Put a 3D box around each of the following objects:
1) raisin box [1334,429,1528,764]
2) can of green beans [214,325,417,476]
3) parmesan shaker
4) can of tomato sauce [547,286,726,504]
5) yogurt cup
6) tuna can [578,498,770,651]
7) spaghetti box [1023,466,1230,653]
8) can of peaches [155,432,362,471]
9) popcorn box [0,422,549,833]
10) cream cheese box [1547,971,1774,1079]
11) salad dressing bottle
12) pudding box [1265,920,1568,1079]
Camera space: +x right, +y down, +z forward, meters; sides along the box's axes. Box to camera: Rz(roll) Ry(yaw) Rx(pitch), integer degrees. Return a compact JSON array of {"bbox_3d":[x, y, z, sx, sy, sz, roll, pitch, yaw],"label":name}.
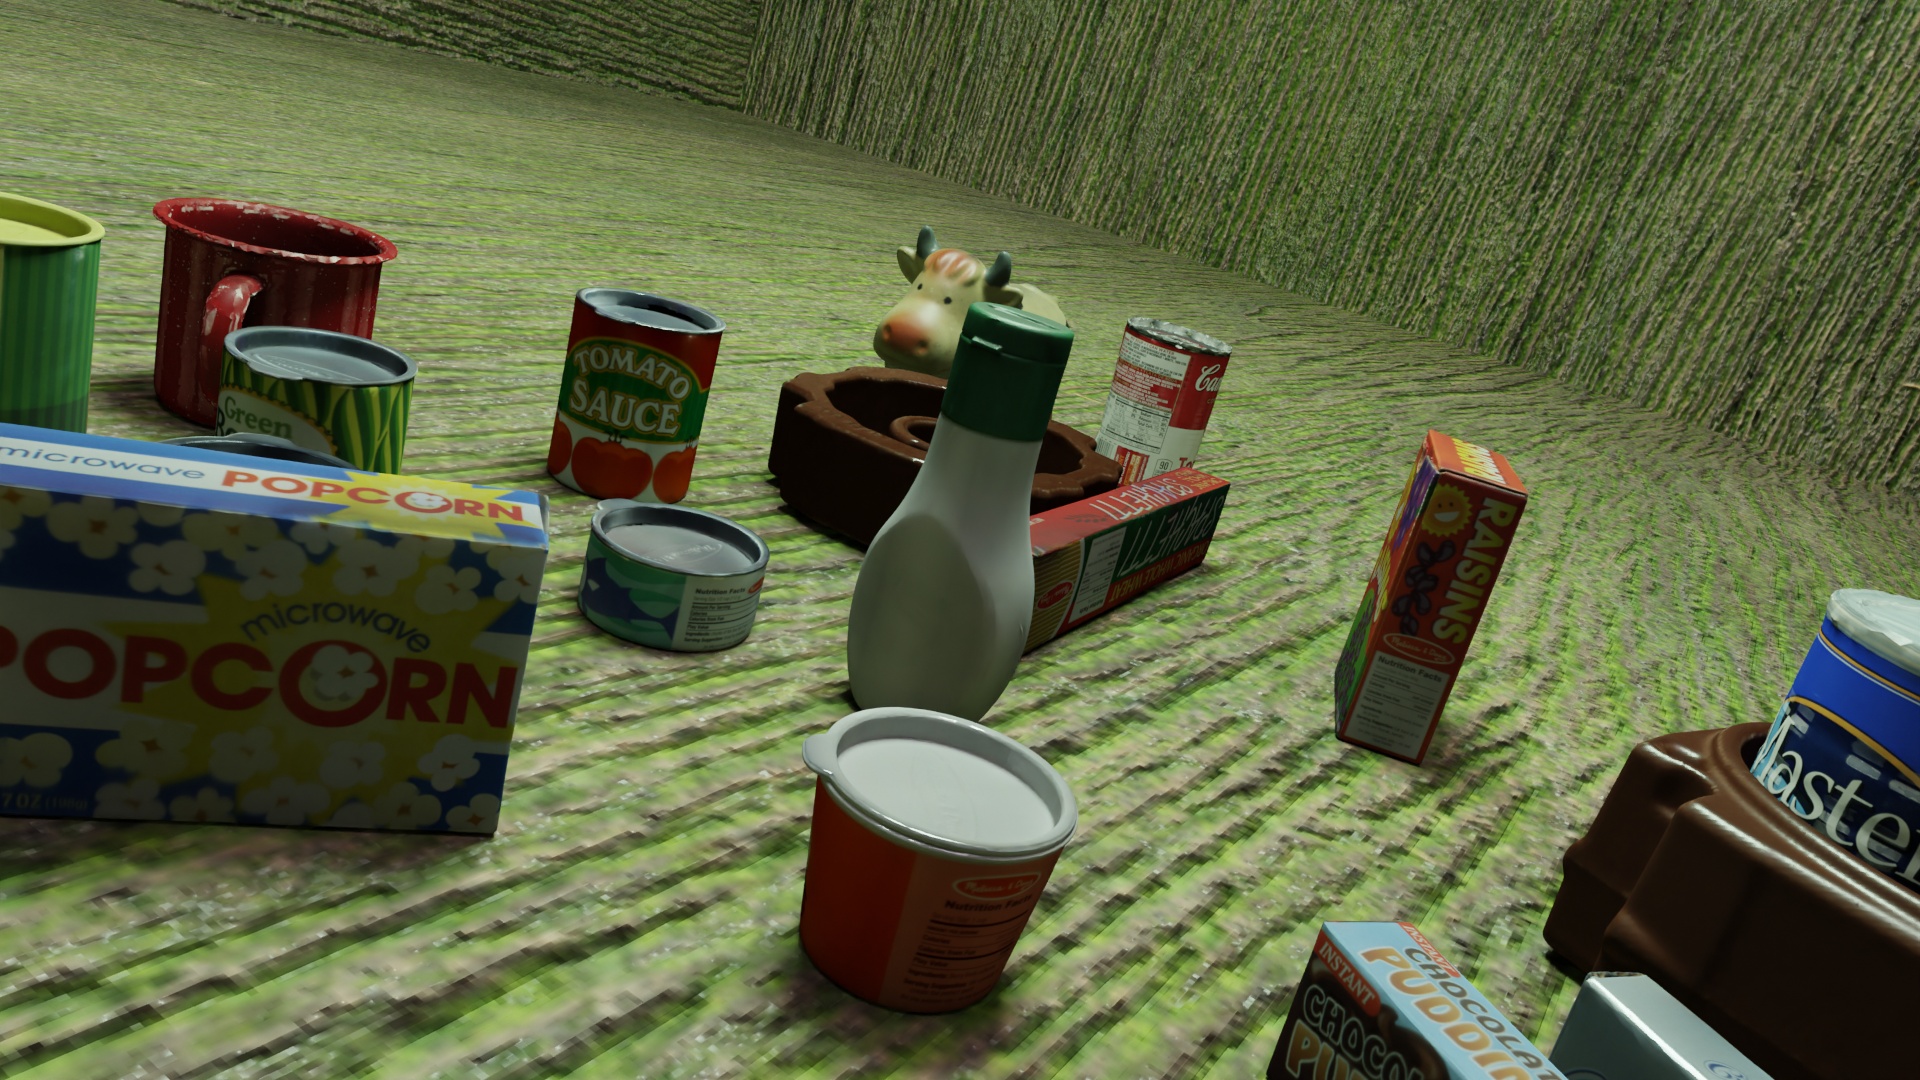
[{"bbox_3d":[0.199,0.022,0.599,0.040,0.123,0.086,19,18,10],"label":"raisin box"},{"bbox_3d":[-0.245,-0.044,0.526,0.071,0.057,0.071,14,18,-5],"label":"can of green beans"},{"bbox_3d":[-0.306,-0.051,0.424,0.071,0.102,0.071,14,18,-5],"label":"parmesan shaker"},{"bbox_3d":[-0.148,-0.065,0.630,0.071,0.082,0.071,14,18,-5],"label":"can of tomato sauce"},{"bbox_3d":[-0.009,0.082,0.357,0.072,0.053,0.072,14,18,-5],"label":"yogurt cup"},{"bbox_3d":[-0.109,0.012,0.516,0.071,0.032,0.071,14,18,-5],"label":"tuna can"},{"bbox_3d":[0.072,0.004,0.662,0.029,0.050,0.251,24,20,23],"label":"spaghetti box"},{"bbox_3d":[-0.209,0.007,0.406,0.071,0.058,0.071,14,18,-5],"label":"can of peaches"},{"bbox_3d":[-0.172,0.024,0.342,0.127,0.085,0.038,8,19,-23],"label":"popcorn box"},{"bbox_3d":[0.175,0.151,0.310,0.024,0.053,0.104,7,20,-27],"label":"cream cheese box"},{"bbox_3d":[0.002,-0.006,0.477,0.064,0.147,0.044,25,20,28],"label":"salad dressing bottle"},{"bbox_3d":[0.110,0.132,0.319,0.030,0.049,0.084,8,20,-24],"label":"pudding box"}]
